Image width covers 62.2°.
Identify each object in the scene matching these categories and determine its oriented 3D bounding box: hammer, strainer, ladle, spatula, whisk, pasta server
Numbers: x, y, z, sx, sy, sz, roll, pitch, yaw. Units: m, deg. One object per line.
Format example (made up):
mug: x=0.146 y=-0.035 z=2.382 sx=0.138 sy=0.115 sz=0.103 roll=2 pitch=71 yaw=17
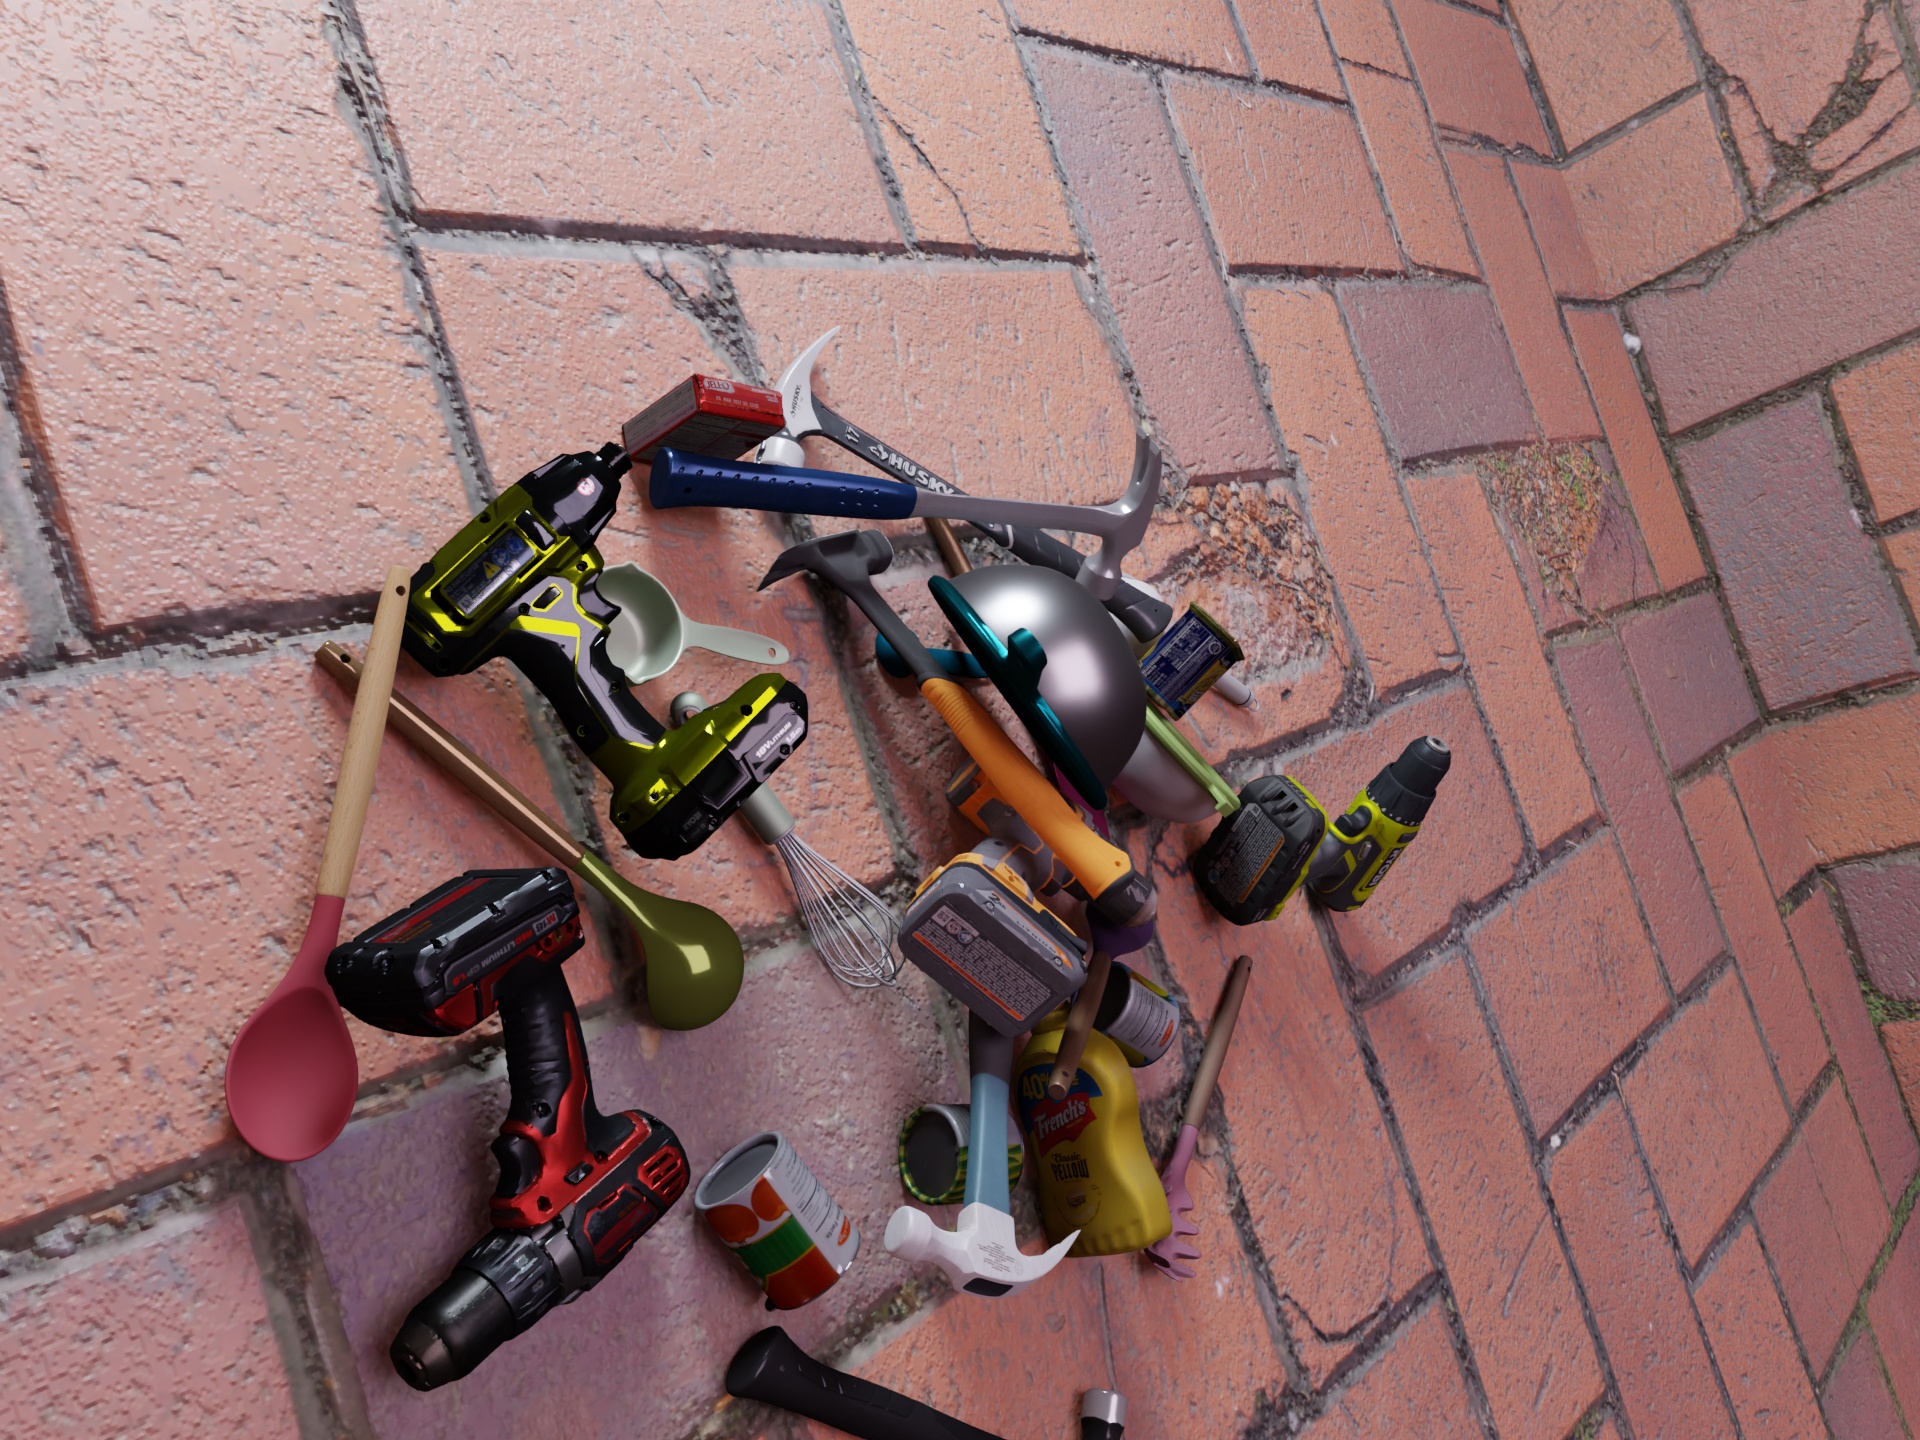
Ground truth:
hammer: x=0.019 y=-0.166 z=1.279 sx=0.408 sy=0.036 sz=0.149 roll=27 pitch=57 yaw=-30
strainer: x=0.072 y=-0.049 z=1.101 sx=0.211 sy=0.095 sz=0.340 roll=53 pitch=-2 yaw=5
ladle: x=-0.324 y=0.067 z=0.830 sx=0.069 sy=0.031 sz=0.316 roll=23 pitch=67 yaw=-45
hammer: x=-0.002 y=-0.004 z=1.121 sx=0.337 sy=0.034 sz=0.127 roll=49 pitch=36 yaw=14
strainer: x=0.203 y=-0.067 z=1.457 sx=0.258 sy=0.050 sz=0.087 roll=31 pitch=55 yaw=-38
spatula: x=0.102 y=0.190 z=1.172 sx=0.060 sy=0.018 sz=0.316 roll=32 pitch=24 yaw=2
hammer: x=-0.014 y=0.464 z=1.014 sx=0.334 sy=0.035 sz=0.146 roll=36 pitch=50 yaw=-31
ladle: x=-0.251 y=0.069 z=0.935 sx=0.320 sy=0.062 sz=0.078 roll=43 pitch=45 yaw=-16
hammer: x=-0.026 y=-0.163 z=1.157 sx=0.405 sy=0.144 sz=0.035 roll=1 pitch=39 yaw=-32
strainer: x=0.122 y=-0.001 z=1.327 sx=0.256 sy=0.069 sz=0.151 roll=46 pitch=8 yaw=3
whisk: x=-0.115 y=0.082 z=1.064 sx=0.246 sy=0.058 sz=0.059 roll=55 pitch=9 yaw=-11
pasta server: x=0.202 y=0.313 z=1.300 sx=0.060 sy=0.040 sz=0.316 roll=59 pitch=40 yaw=-28
hammer: x=0.019 y=0.233 z=1.070 sx=0.128 sy=0.033 sz=0.331 roll=31 pitch=34 yaw=-20

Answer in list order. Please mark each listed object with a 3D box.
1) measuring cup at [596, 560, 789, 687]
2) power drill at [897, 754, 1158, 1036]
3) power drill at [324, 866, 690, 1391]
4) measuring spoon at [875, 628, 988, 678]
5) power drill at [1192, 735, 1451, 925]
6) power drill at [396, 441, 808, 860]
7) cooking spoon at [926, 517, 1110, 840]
measuring cup: x=-0.187 y=-0.052 z=1.046 sx=0.167 sy=0.038 sz=0.083 roll=11 pitch=66 yaw=-45
power drill: x=0.057 y=0.127 z=1.138 sx=0.185 sy=0.084 sz=0.226 roll=40 pitch=28 yaw=-8
power drill: x=-0.244 y=0.208 z=0.827 sx=0.188 sy=0.080 sz=0.226 roll=-36 pitch=114 yaw=-50
measuring spoon: x=-0.013 y=-0.050 z=1.236 sx=0.128 sy=0.021 sz=0.042 roll=8 pitch=68 yaw=-45
power drill: x=0.332 y=0.097 z=1.423 sx=0.228 sy=0.190 sz=0.080 roll=-4 pitch=43 yaw=-42
power drill: x=-0.203 y=-0.041 z=0.944 sx=0.171 sy=0.080 sz=0.223 roll=-46 pitch=104 yaw=-16
cooking spoon: x=0.046 y=-0.034 z=1.294 sx=0.319 sy=0.017 sz=0.069 roll=63 pitch=28 yaw=-6
